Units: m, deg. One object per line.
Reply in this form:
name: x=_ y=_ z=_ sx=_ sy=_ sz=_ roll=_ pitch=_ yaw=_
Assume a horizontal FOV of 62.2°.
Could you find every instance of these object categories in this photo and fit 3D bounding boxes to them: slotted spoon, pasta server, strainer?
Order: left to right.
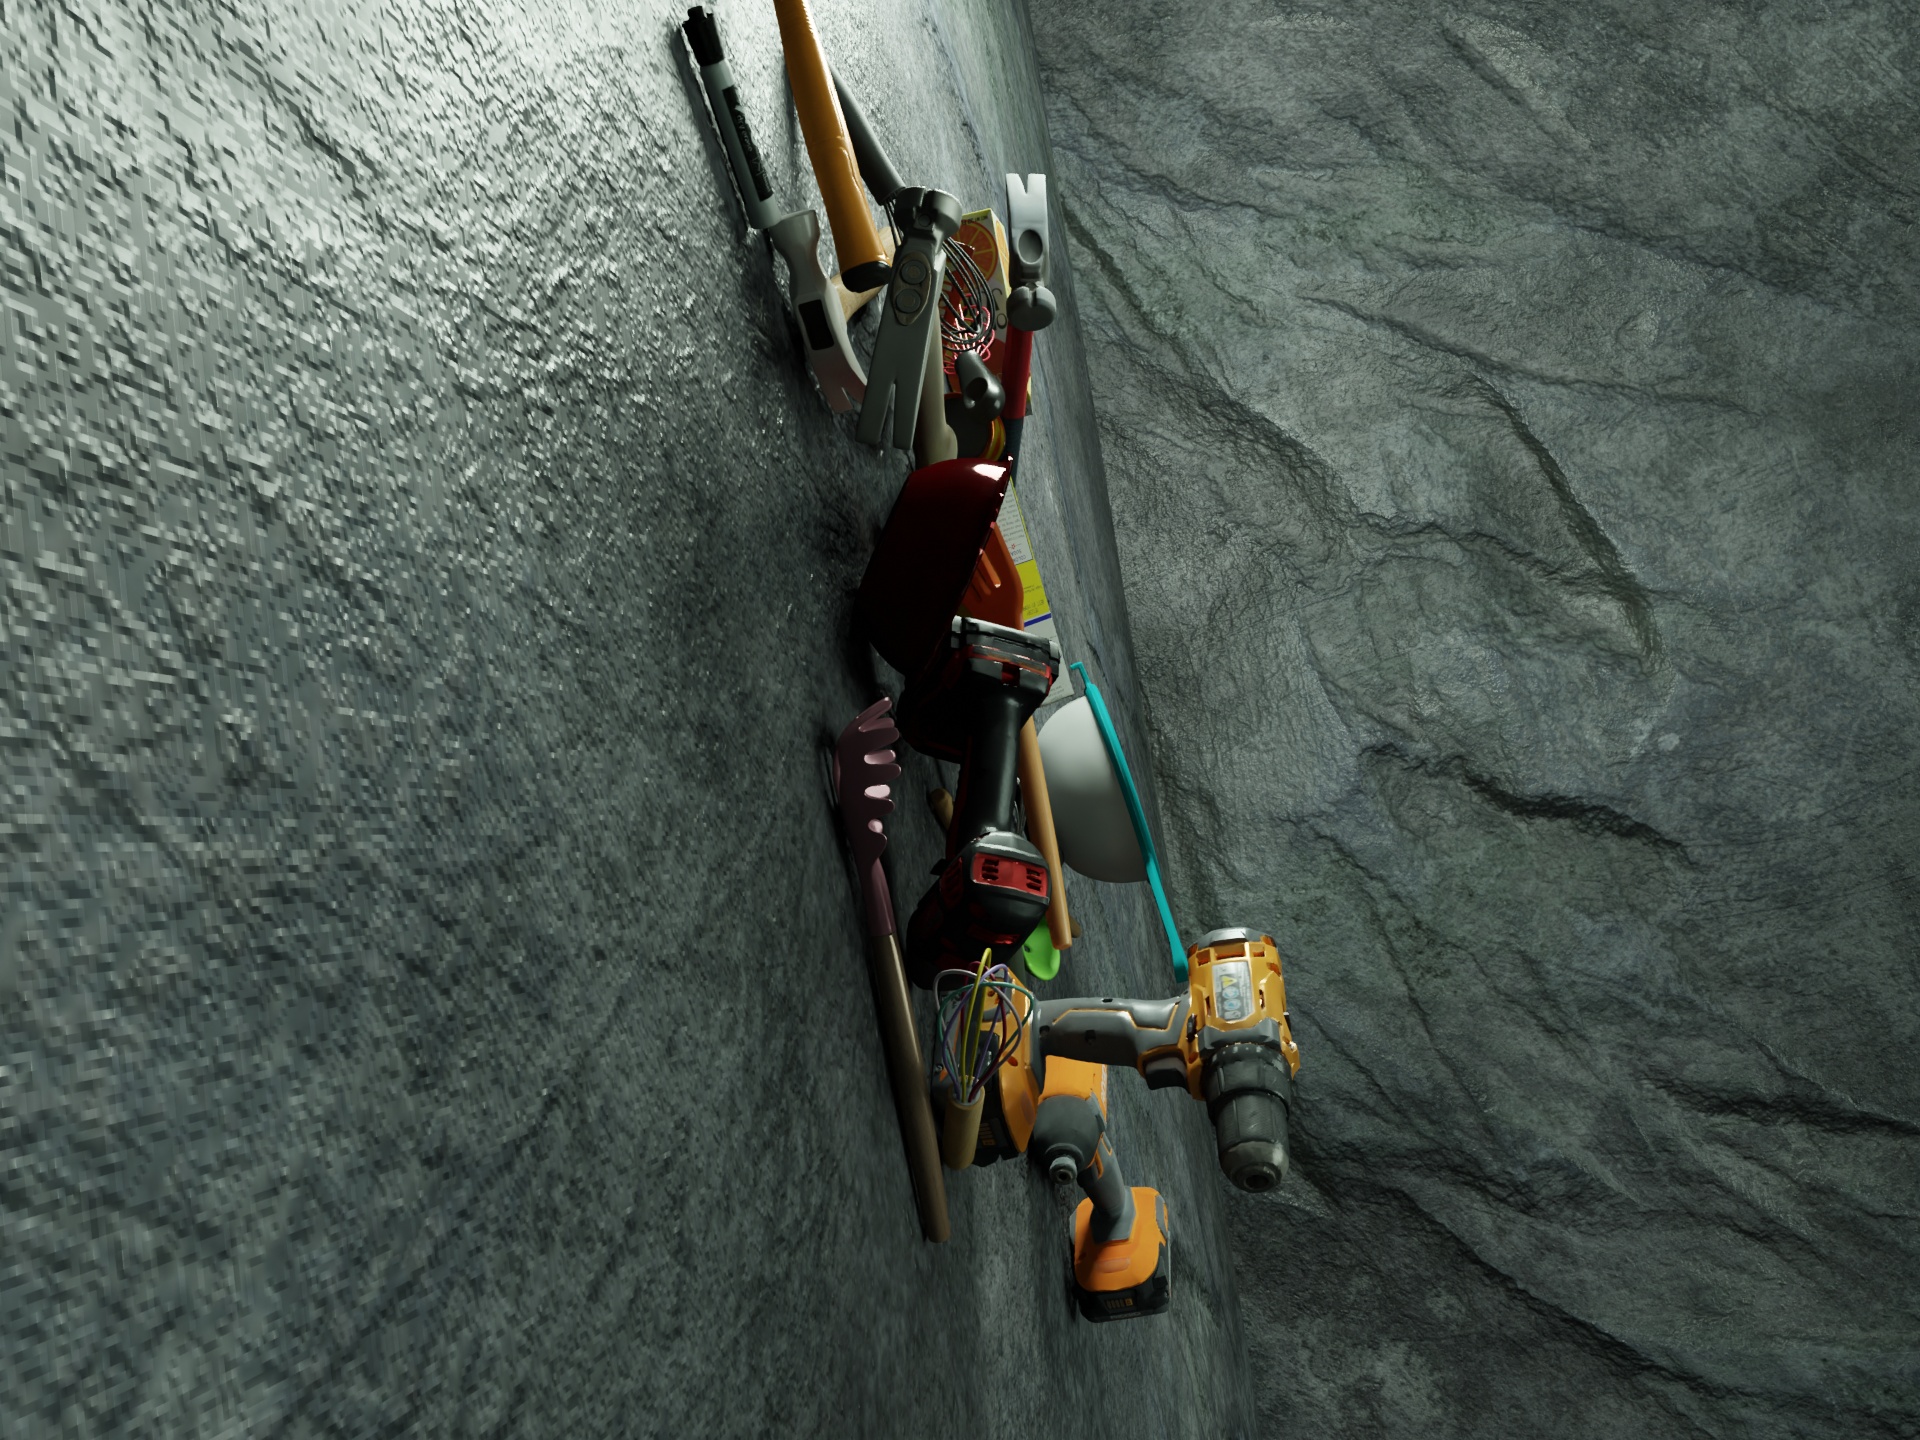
pasta server: x=-0.032 y=0.146 z=0.906 sx=0.060 sy=0.040 sz=0.316 roll=-131 pitch=-149 yaw=-82
slotted spoon: x=0.027 y=0.129 z=1.252 sx=0.313 sy=0.031 sz=0.070 roll=60 pitch=22 yaw=-55
strainer: x=0.134 y=0.121 z=1.531 sx=0.210 sy=0.095 sz=0.341 roll=69 pitch=5 yaw=-46

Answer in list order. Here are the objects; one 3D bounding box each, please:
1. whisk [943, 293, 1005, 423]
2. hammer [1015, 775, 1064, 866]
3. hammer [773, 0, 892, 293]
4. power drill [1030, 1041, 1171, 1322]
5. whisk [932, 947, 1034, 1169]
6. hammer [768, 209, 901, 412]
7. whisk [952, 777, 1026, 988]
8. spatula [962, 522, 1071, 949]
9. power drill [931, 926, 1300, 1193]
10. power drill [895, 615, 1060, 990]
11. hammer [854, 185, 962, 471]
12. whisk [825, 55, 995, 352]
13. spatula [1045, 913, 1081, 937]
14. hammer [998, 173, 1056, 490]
whisk: x=0.004 y=-0.289 z=1.276 sx=0.296 sy=0.073 sz=0.073 roll=-105 pitch=179 yaw=-62
hammer: x=0.044 y=0.022 z=1.405 sx=0.334 sy=0.035 sz=0.146 roll=69 pitch=16 yaw=-45
hammer: x=-0.100 y=-0.423 z=0.967 sx=0.127 sy=0.034 sz=0.337 roll=19 pitch=55 yaw=-78
power drill: x=0.111 y=0.387 z=1.319 sx=0.164 sy=0.084 sz=0.226 roll=-74 pitch=148 yaw=-65
whisk: x=0.007 y=0.198 z=0.899 sx=0.244 sy=0.051 sz=0.047 roll=95 pitch=-17 yaw=-54
hammer: x=-0.071 y=-0.305 z=1.114 sx=0.331 sy=0.031 sz=0.130 roll=-75 pitch=153 yaw=-66
whisk: x=0.029 y=0.131 z=1.174 sx=0.058 sy=0.059 sz=0.246 roll=36 pitch=-39 yaw=48
spatula: x=0.035 y=0.002 z=1.101 sx=0.041 sy=0.081 sz=0.323 roll=6 pitch=62 yaw=-32
power drill: x=0.100 y=0.224 z=1.006 sx=0.186 sy=0.226 sz=0.084 roll=-85 pitch=161 yaw=-52
power drill: x=0.006 y=0.058 z=0.986 sx=0.143 sy=0.078 sz=0.220 roll=124 pitch=-25 yaw=-50
hammer: x=-0.026 y=-0.207 z=1.075 sx=0.410 sy=0.038 sz=0.146 roll=77 pitch=23 yaw=-85
whisk: x=-0.050 y=-0.362 z=1.099 sx=0.239 sy=0.055 sz=0.055 roll=58 pitch=14 yaw=-4
spatula: x=0.097 y=0.180 z=1.514 sx=0.317 sy=0.044 sz=0.082 roll=50 pitch=26 yaw=-71
hammer: x=0.046 y=-0.298 z=1.403 sx=0.386 sy=0.038 sz=0.143 roll=95 pitch=-6 yaw=-65
